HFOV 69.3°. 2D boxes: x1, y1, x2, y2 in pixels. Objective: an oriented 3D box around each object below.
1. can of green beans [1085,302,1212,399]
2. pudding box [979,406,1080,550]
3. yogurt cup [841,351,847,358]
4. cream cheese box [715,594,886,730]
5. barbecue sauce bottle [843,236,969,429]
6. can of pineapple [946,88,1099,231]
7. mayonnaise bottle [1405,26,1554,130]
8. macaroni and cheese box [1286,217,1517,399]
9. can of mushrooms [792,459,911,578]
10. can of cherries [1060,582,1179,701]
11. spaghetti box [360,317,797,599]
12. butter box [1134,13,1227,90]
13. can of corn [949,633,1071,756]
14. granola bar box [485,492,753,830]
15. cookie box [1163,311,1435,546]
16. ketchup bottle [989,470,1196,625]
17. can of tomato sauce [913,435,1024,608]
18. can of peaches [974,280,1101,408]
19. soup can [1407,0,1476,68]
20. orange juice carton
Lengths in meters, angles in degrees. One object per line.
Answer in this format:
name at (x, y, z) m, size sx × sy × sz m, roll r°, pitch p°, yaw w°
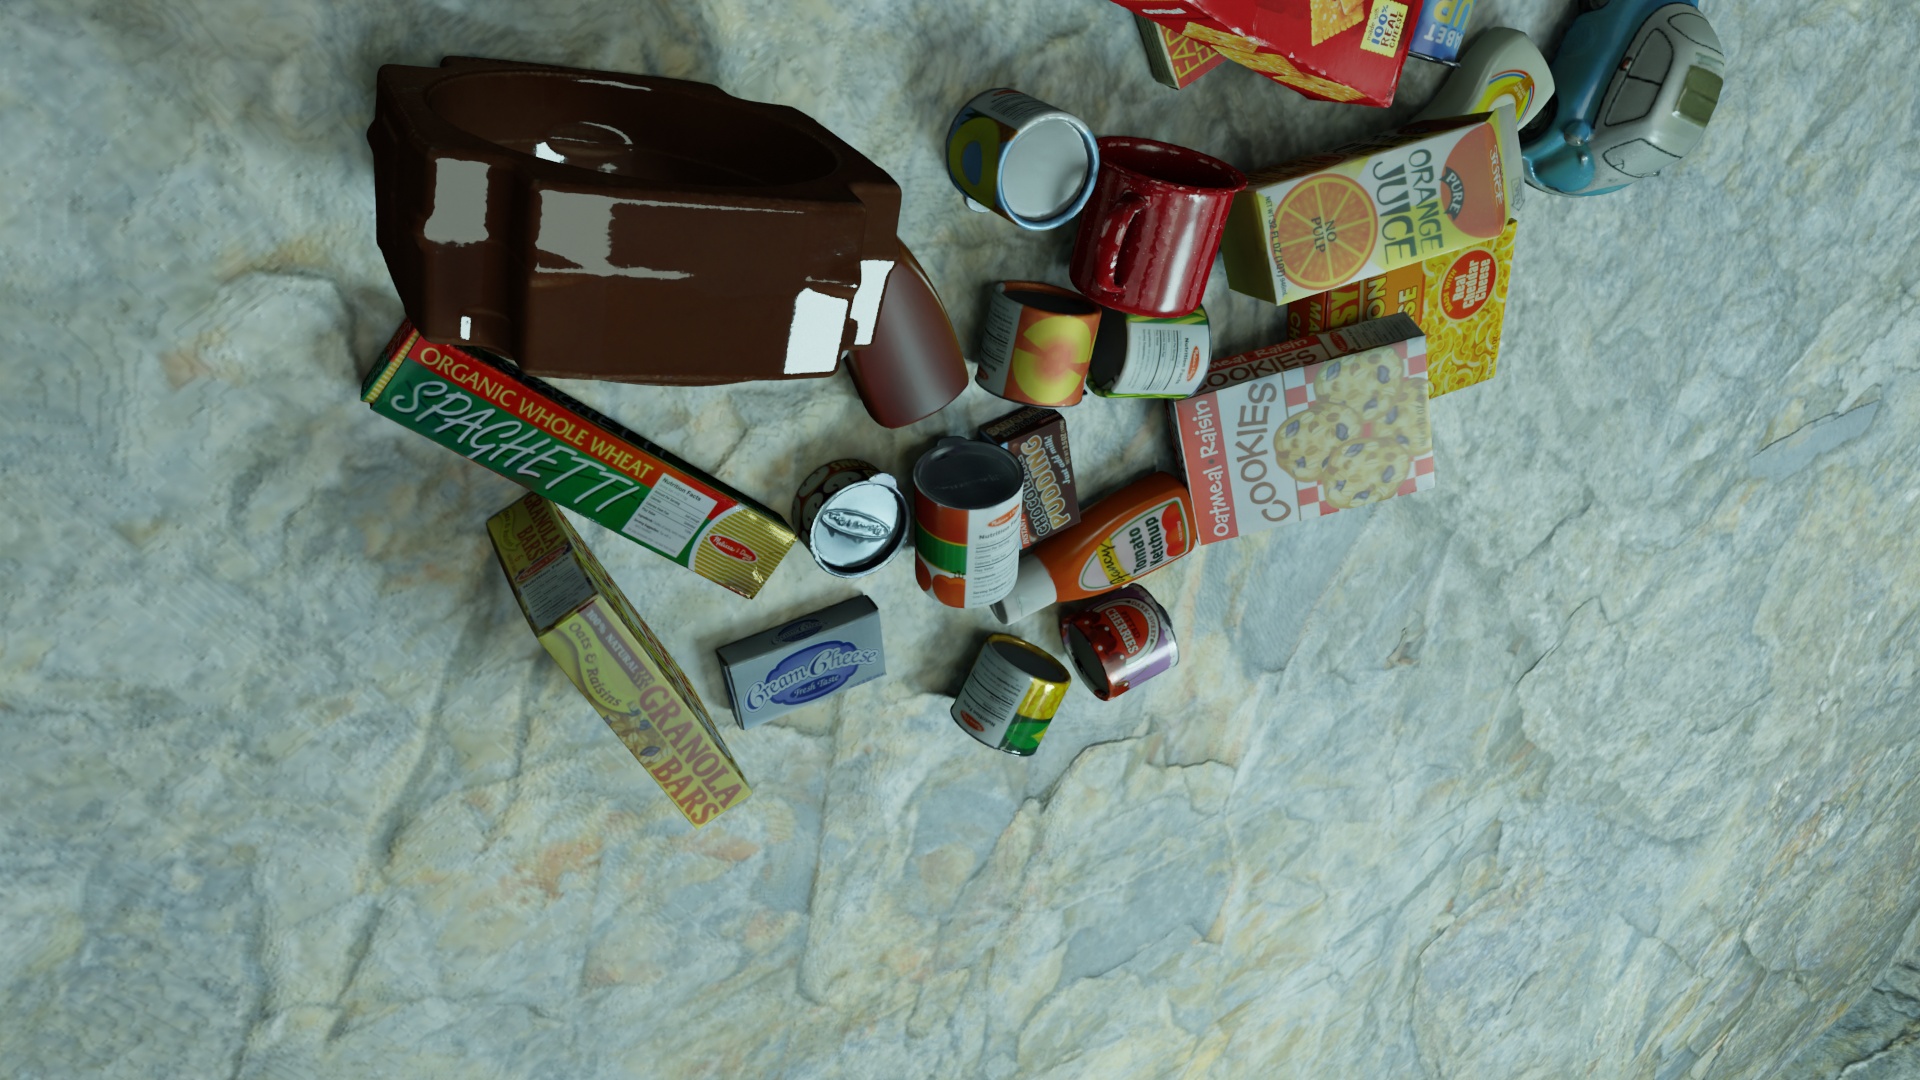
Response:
can of green beans at (0.113, -0.120, 0.858) m, size 0.058 × 0.071 × 0.071 m, roll -2°, pitch 118°, yaw -23°
pudding box at (0.045, -0.042, 0.890) m, size 0.050 × 0.030 × 0.083 m, roll -24°, pitch 126°, yaw -16°
yogurt cup at (-0.097, -0.121, 0.737) m, size 0.072 × 0.072 × 0.053 m, roll -19°, pitch 117°, yaw -20°
cream cheese box at (-0.098, 0.077, 0.877) m, size 0.104 × 0.024 × 0.053 m, roll -20°, pitch 125°, yaw -20°
barbecue sauce bottle at (-0.045, -0.136, 0.771) m, size 0.065 × 0.044 × 0.148 m, roll -31°, pitch 128°, yaw -12°
can of pineapple at (0.034, -0.208, 0.767) m, size 0.071 × 0.058 × 0.070 m, roll -15°, pitch 124°, yaw -23°
mayonnaise bottle at (0.324, -0.264, 0.919) m, size 0.148 × 0.041 × 0.064 m, roll -49°, pitch 126°, yaw 3°
macaroni and cheese box at (0.308, -0.154, 0.975) m, size 0.167 × 0.040 × 0.123 m, roll -19°, pitch 125°, yaw -20°
can of mushrooms at (-0.065, -0.015, 0.837) m, size 0.071 × 0.033 × 0.070 m, roll -14°, pitch 123°, yaw -23°
can of cherries at (0.111, 0.070, 0.970) m, size 0.058 × 0.072 × 0.071 m, roll -26°, pitch 127°, yaw -15°
spaghetti box at (-0.195, -0.040, 0.746) m, size 0.250 × 0.029 × 0.050 m, roll 32°, pitch 98°, yaw -39°
butter box at (0.122, -0.312, 0.781) m, size 0.053 × 0.024 × 0.103 m, roll -36°, pitch 129°, yaw -7°
can of corn at (0.036, 0.104, 0.948) m, size 0.071 × 0.071 × 0.058 m, roll 14°, pitch 109°, yaw -36°
granola bar box at (-0.185, 0.064, 0.751) m, size 0.039 × 0.124 × 0.164 m, roll -34°, pitch 129°, yaw -9°
cookie box at (0.228, -0.074, 0.938) m, size 0.167 × 0.040 × 0.122 m, roll -14°, pitch 125°, yaw 3°
ketchup bottle at (0.087, 0.009, 0.936) m, size 0.149 × 0.044 × 0.064 m, roll -26°, pitch 128°, yaw -15°
can of tomato sauce at (0.003, -0.011, 0.853) m, size 0.071 × 0.071 × 0.082 m, roll -18°, pitch 135°, yaw -21°
can of peaches at (0.048, -0.117, 0.824) m, size 0.071 × 0.071 × 0.057 m, roll -4°, pitch 118°, yaw -29°
soup can at (0.281, -0.334, 0.833) m, size 0.071 × 0.071 × 0.083 m, roll 2°, pitch 116°, yaw -32°
orange juice carton at (0.261, -0.211, 0.860) m, size 0.193 × 0.073 × 0.071 m, roll -18°, pitch 110°, yaw -7°
